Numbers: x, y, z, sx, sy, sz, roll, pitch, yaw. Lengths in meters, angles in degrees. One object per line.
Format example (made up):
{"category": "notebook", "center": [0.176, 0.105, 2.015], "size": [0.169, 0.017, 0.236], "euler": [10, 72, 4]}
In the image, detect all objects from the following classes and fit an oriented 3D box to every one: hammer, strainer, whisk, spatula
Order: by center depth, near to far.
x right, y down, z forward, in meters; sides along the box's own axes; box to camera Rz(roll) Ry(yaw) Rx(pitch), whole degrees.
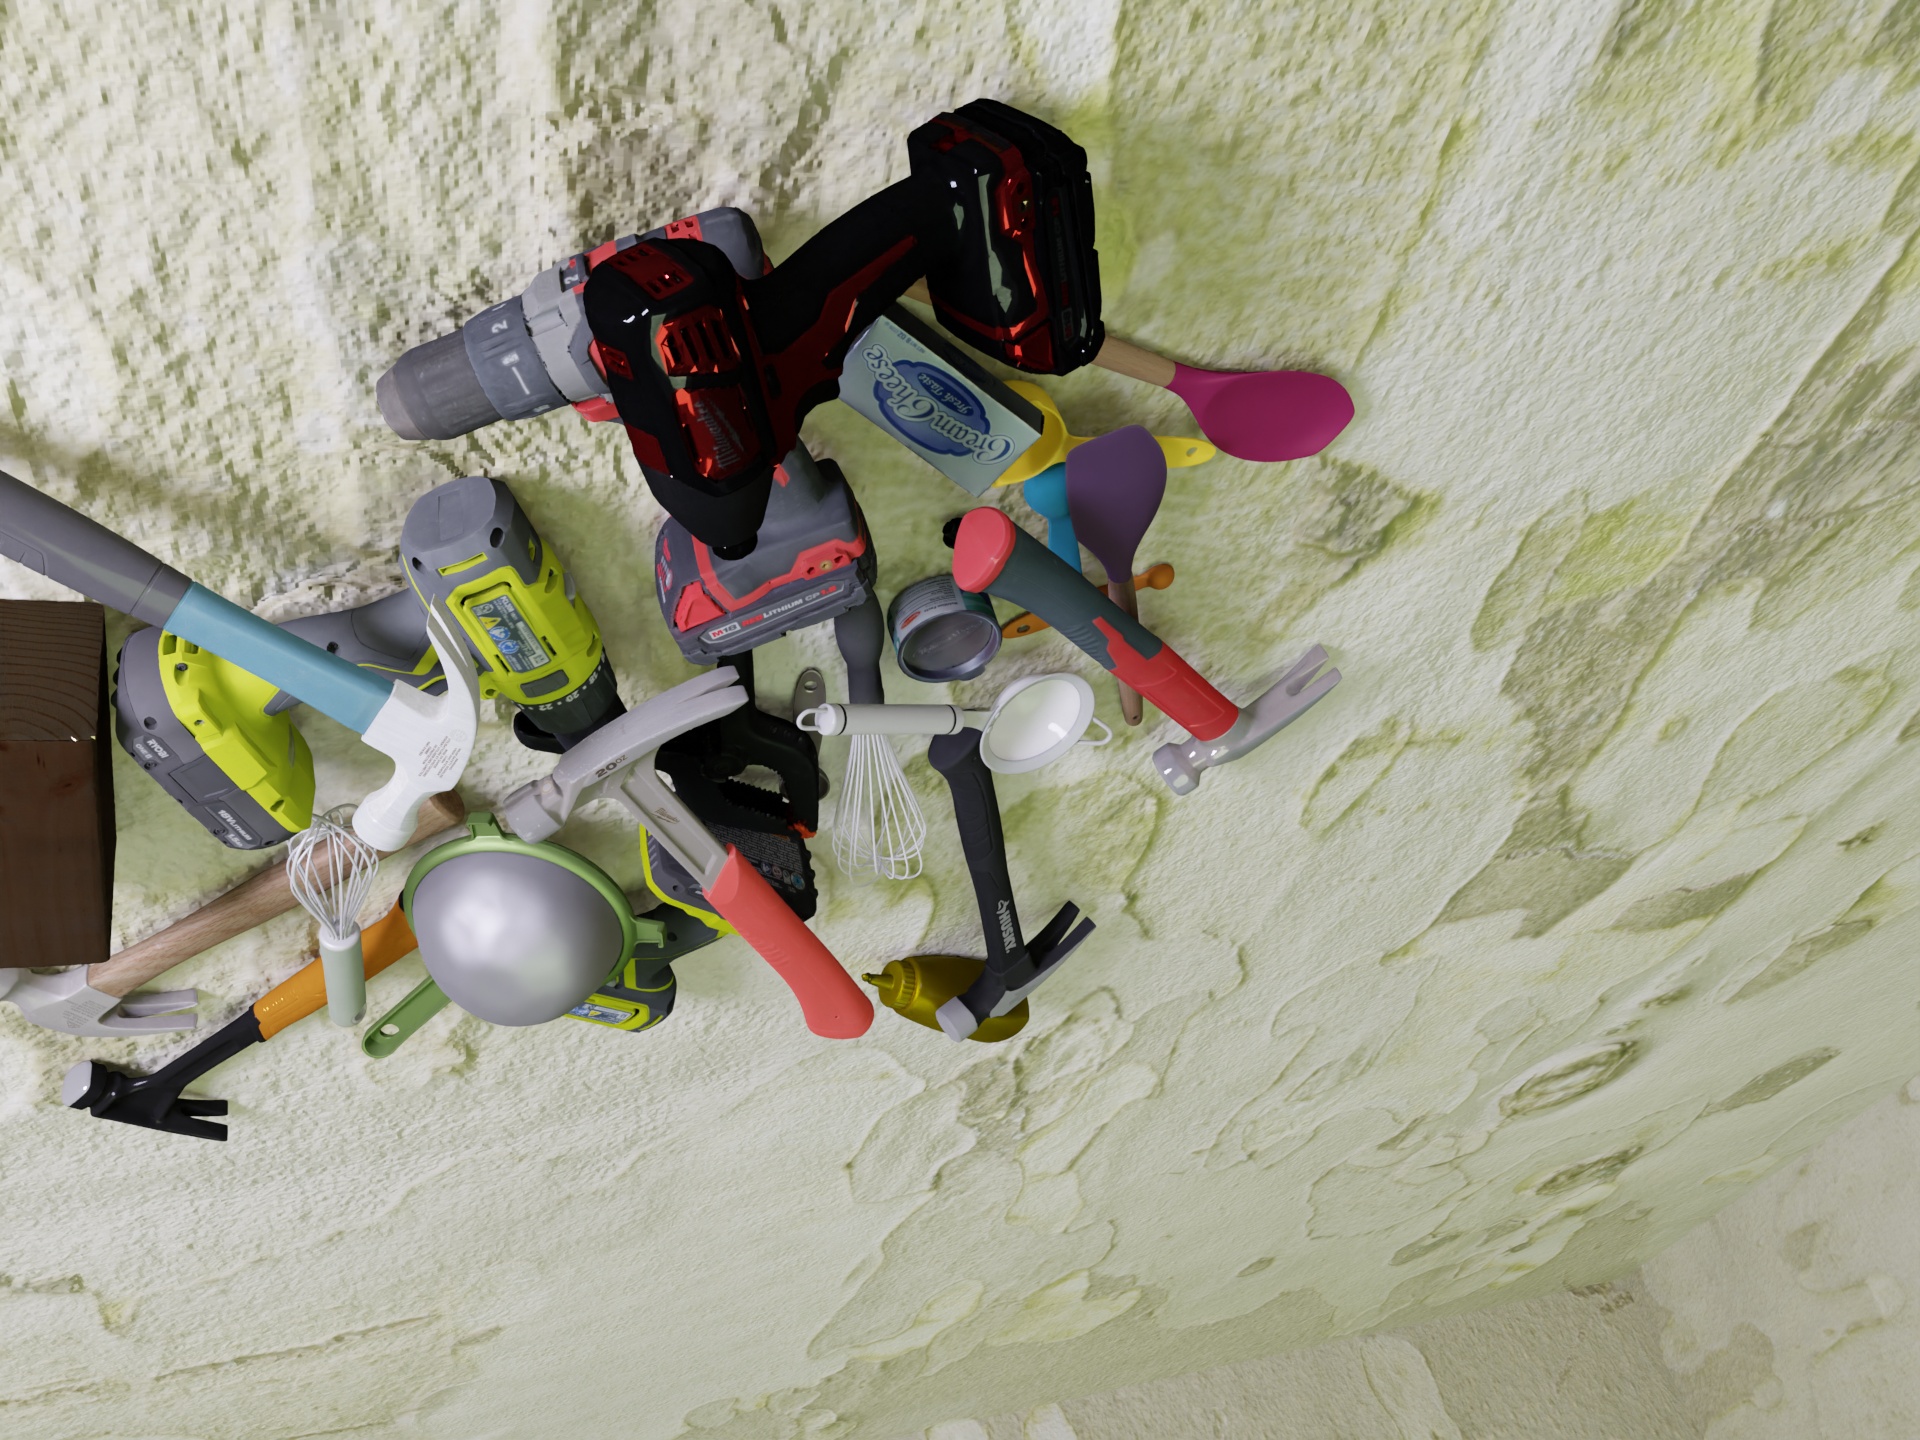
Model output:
{"category": "hammer", "center": [-0.372, -0.059, 0.727], "size": [0.330, 0.033, 0.128], "euler": [32, 110, -27]}
{"category": "hammer", "center": [0.117, -0.051, 0.974], "size": [0.143, 0.038, 0.386], "euler": [-37, 149, 15]}
{"category": "spatula", "center": [0.102, -0.077, 0.979], "size": [0.060, 0.018, 0.315], "euler": [-21, 150, -4]}
{"category": "whisk", "center": [-0.391, 0.129, 0.997], "size": [0.059, 0.058, 0.246], "euler": [24, 139, 2]}
{"category": "strainer", "center": [-0.002, -0.003, 1.000], "size": [0.258, 0.050, 0.086], "euler": [0, 130, -45]}
{"category": "hammer", "center": [-0.128, 0.108, 1.002], "size": [0.149, 0.037, 0.358], "euler": [-30, 140, 1]}
{"category": "hammer", "center": [-0.458, 0.122, 1.017], "size": [0.331, 0.031, 0.129], "euler": [-27, 143, 12]}
{"category": "whisk", "center": [-0.057, 0.014, 1.029], "size": [0.070, 0.070, 0.284], "euler": [-11, 139, -9]}
{"category": "strainer", "center": [-0.323, 0.175, 1.033], "size": [0.151, 0.069, 0.256], "euler": [38, 121, -25]}
{"category": "hammer", "center": [-0.471, 0.205, 1.121], "size": [0.337, 0.034, 0.127], "euler": [-32, 142, 19]}
{"category": "hammer", "center": [0.026, 0.109, 1.181], "size": [0.146, 0.035, 0.334], "euler": [-34, 142, -19]}

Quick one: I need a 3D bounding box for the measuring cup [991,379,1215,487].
{"category": "measuring cup", "center": [0.070, -0.158, 0.874], "size": [0.156, 0.029, 0.062], "euler": [-2, 142, -26]}

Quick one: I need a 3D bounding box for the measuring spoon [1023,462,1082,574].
{"category": "measuring spoon", "center": [0.064, -0.100, 0.930], "size": [0.042, 0.021, 0.128], "euler": [-21, 135, -12]}

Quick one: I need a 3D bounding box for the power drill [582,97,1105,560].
{"category": "power drill", "center": [-0.047, -0.166, 0.688], "size": [0.219, 0.079, 0.143], "euler": [-32, 138, -20]}

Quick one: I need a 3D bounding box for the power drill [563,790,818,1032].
{"category": "power drill", "center": [-0.224, 0.140, 1.107], "size": [0.223, 0.080, 0.171], "euler": [-34, 142, 27]}

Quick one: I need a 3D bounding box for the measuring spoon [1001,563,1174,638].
{"category": "measuring spoon", "center": [0.081, -0.072, 1.004], "size": [0.117, 0.011, 0.021], "euler": [-20, 145, 3]}

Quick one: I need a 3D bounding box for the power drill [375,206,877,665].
{"category": "power drill", "center": [-0.151, -0.128, 0.778], "size": [0.188, 0.080, 0.226], "euler": [-21, 142, 3]}

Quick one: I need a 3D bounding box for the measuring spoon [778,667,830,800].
{"category": "measuring spoon", "center": [-0.100, 0.008, 1.037], "size": [0.034, 0.018, 0.124], "euler": [1, 135, -8]}

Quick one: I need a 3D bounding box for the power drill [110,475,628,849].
{"category": "power drill", "center": [-0.303, -0.016, 0.853], "size": [0.228, 0.080, 0.190], "euler": [-20, 139, 0]}

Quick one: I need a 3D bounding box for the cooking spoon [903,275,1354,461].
{"category": "cooking spoon", "center": [0.090, -0.191, 0.843], "size": [0.318, 0.017, 0.068], "euler": [10, 139, -34]}
